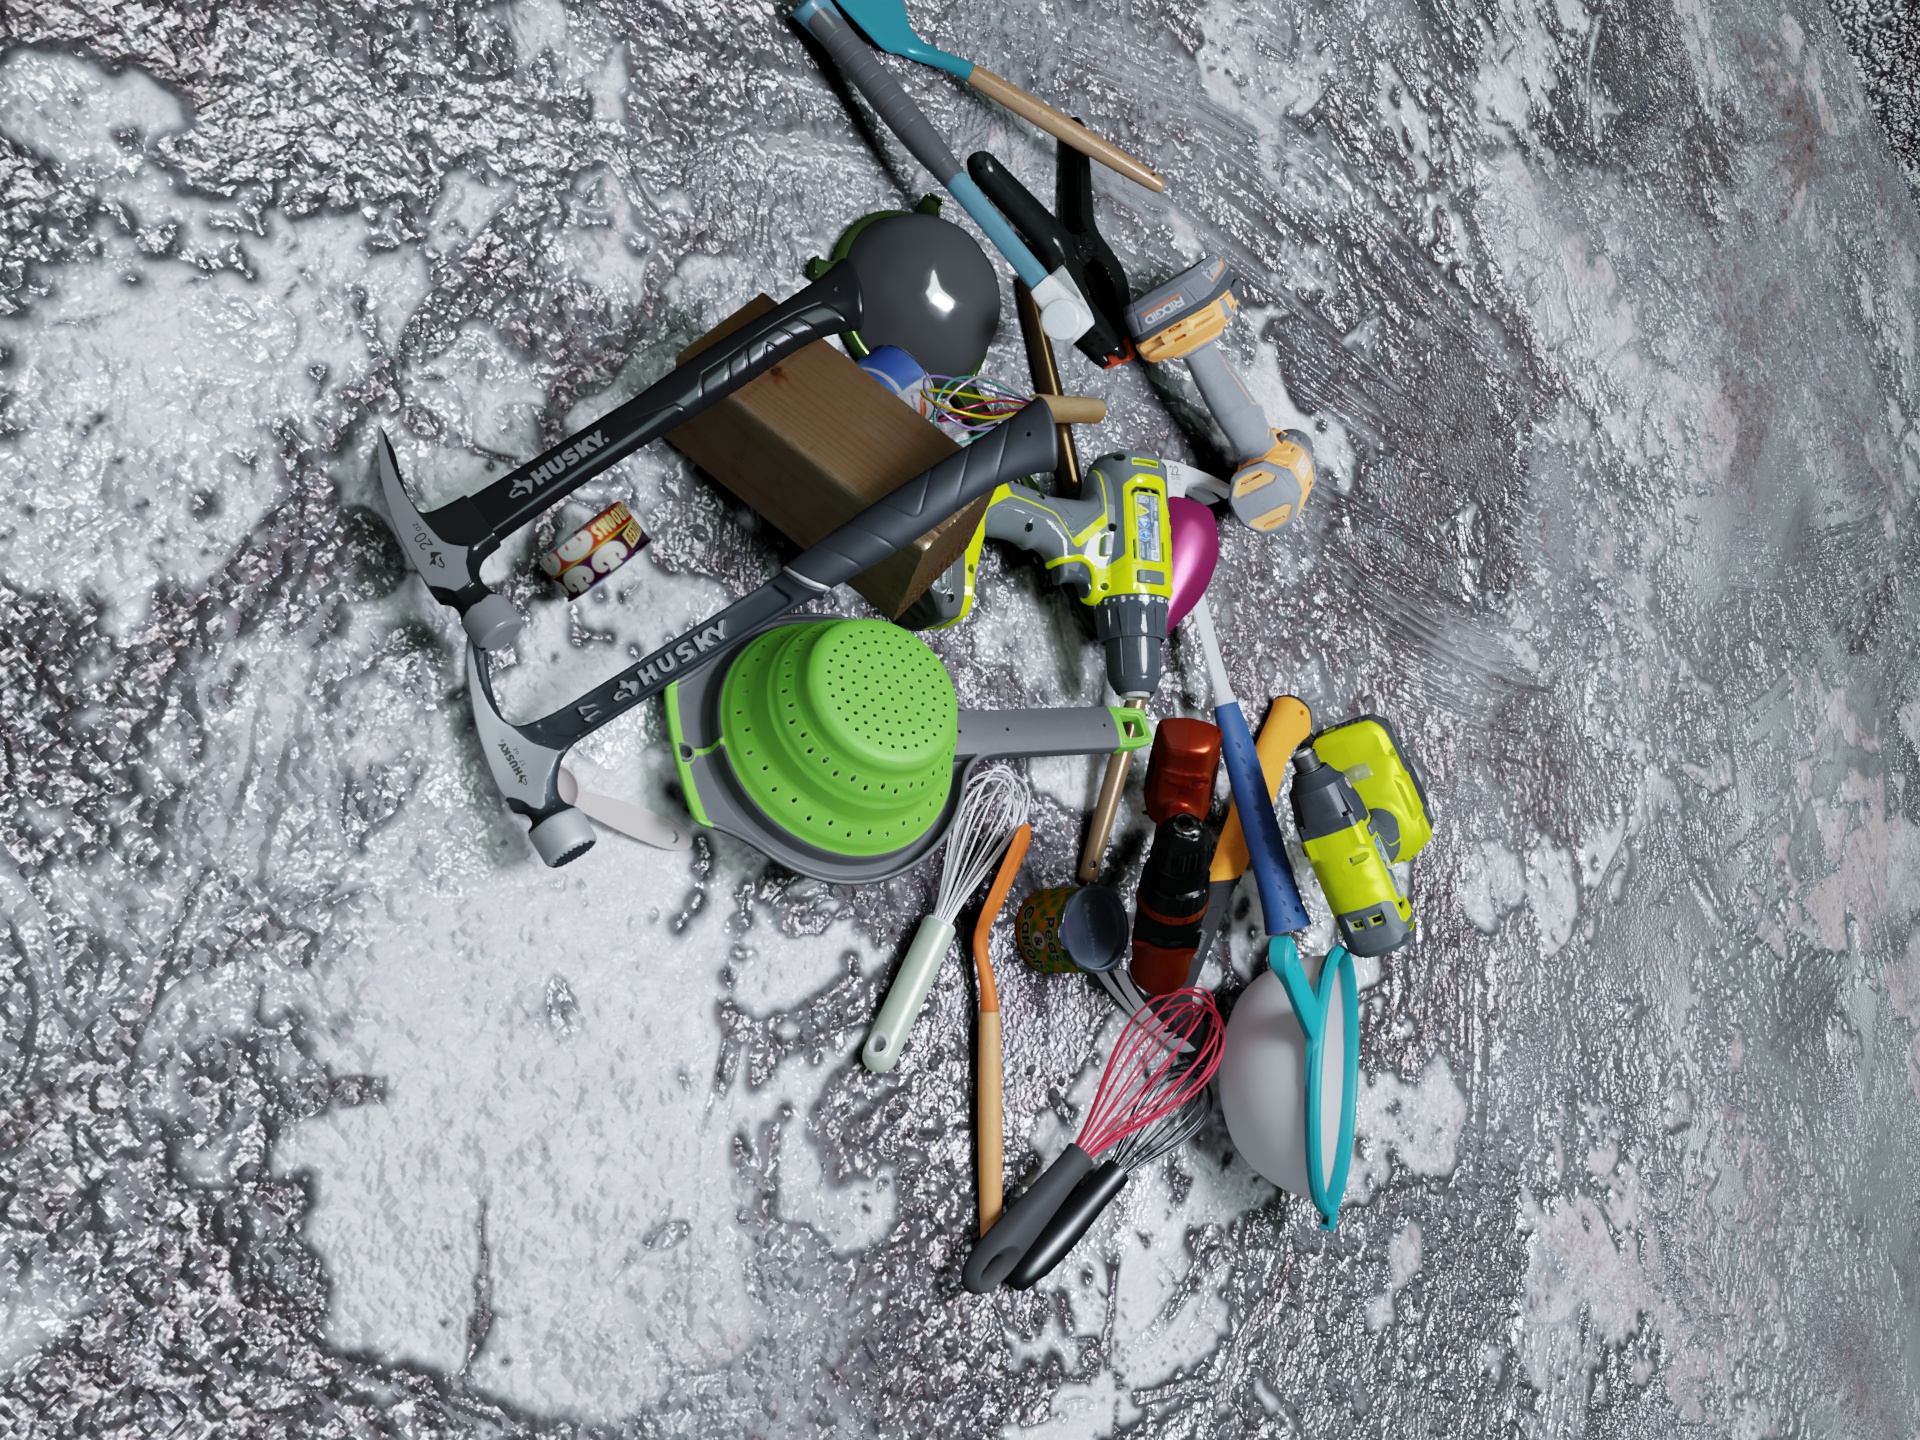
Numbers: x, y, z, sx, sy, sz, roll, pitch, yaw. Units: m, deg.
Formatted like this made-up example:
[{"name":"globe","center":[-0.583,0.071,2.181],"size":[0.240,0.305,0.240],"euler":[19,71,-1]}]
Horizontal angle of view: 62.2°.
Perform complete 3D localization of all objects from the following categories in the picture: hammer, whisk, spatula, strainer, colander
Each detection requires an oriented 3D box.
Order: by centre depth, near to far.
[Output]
[{"name":"hammer","center":[-0.114,-0.080,0.976],"size":[0.409,0.036,0.149],"euler":[-33,81,-3]},{"name":"hammer","center":[-0.198,-0.191,0.983],"size":[0.335,0.035,0.146],"euler":[-37,82,-15]},{"name":"colander","center":[-0.002,-0.004,1.109],"size":[0.397,0.094,0.205],"euler":[-2,65,-34]},{"name":"whisk","center":[-0.012,0.140,1.150],"size":[0.246,0.058,0.059],"euler":[-64,150,-21]},{"name":"spatula","center":[0.030,0.237,1.162],"size":[0.081,0.041,0.323],"euler":[35,55,-80]},{"name":"whisk","center":[0.101,0.306,1.172],"size":[0.296,0.073,0.073],"euler":[-43,108,-27]},{"name":"hammer","center":[-0.012,-0.419,1.202],"size":[0.331,0.033,0.128],"euler":[50,17,-3]},{"name":"whisk","center":[0.048,-0.235,1.205],"size":[0.245,0.047,0.051],"euler":[-14,101,-55]},{"name":"whisk","center":[0.116,0.344,1.212],"size":[0.239,0.055,0.055],"euler":[-40,106,-30]},{"name":"strainer","center":[0.006,-0.282,1.222],"size":[0.151,0.069,0.256],"euler":[-40,105,-35]},{"name":"strainer","center":[0.240,0.249,1.232],"size":[0.340,0.095,0.211],"euler":[60,38,-50]},{"name":"spatula","center":[0.035,-0.513,1.276],"size":[0.317,0.044,0.082],"euler":[25,56,-15]},{"name":"hammer","center":[0.223,-0.024,1.327],"size":[0.144,0.035,0.405],"euler":[-7,80,-45]},{"name":"hammer","center":[0.223,0.111,1.339],"size":[0.127,0.034,0.337],"euler":[42,60,-25]}]

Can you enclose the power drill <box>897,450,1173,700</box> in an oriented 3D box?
[{"name":"power drill","center":[0.061,-0.116,1.203],"size":[0.228,0.080,0.191],"euler":[4,79,-27]}]

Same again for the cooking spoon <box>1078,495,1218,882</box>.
[{"name":"cooking spoon","center":[0.143,-0.026,1.269],"size":[0.068,0.017,0.319],"euler":[17,85,-7]}]

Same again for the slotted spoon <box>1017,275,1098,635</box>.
[{"name":"slotted spoon","center":[0.088,-0.213,1.300],"size":[0.070,0.031,0.314],"euler":[-11,87,-39]}]

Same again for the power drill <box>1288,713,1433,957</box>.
[{"name":"power drill","center":[0.334,0.080,1.339],"size":[0.171,0.080,0.223],"euler":[65,25,-6]}]

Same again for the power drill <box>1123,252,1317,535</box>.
[{"name":"power drill","center":[0.240,-0.285,1.379],"size":[0.226,0.084,0.185],"euler":[59,29,-11]}]

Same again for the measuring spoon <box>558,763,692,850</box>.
[{"name":"measuring spoon","center":[-0.226,0.060,1.023],"size":[0.124,0.018,0.034],"euler":[27,66,-38]}]
